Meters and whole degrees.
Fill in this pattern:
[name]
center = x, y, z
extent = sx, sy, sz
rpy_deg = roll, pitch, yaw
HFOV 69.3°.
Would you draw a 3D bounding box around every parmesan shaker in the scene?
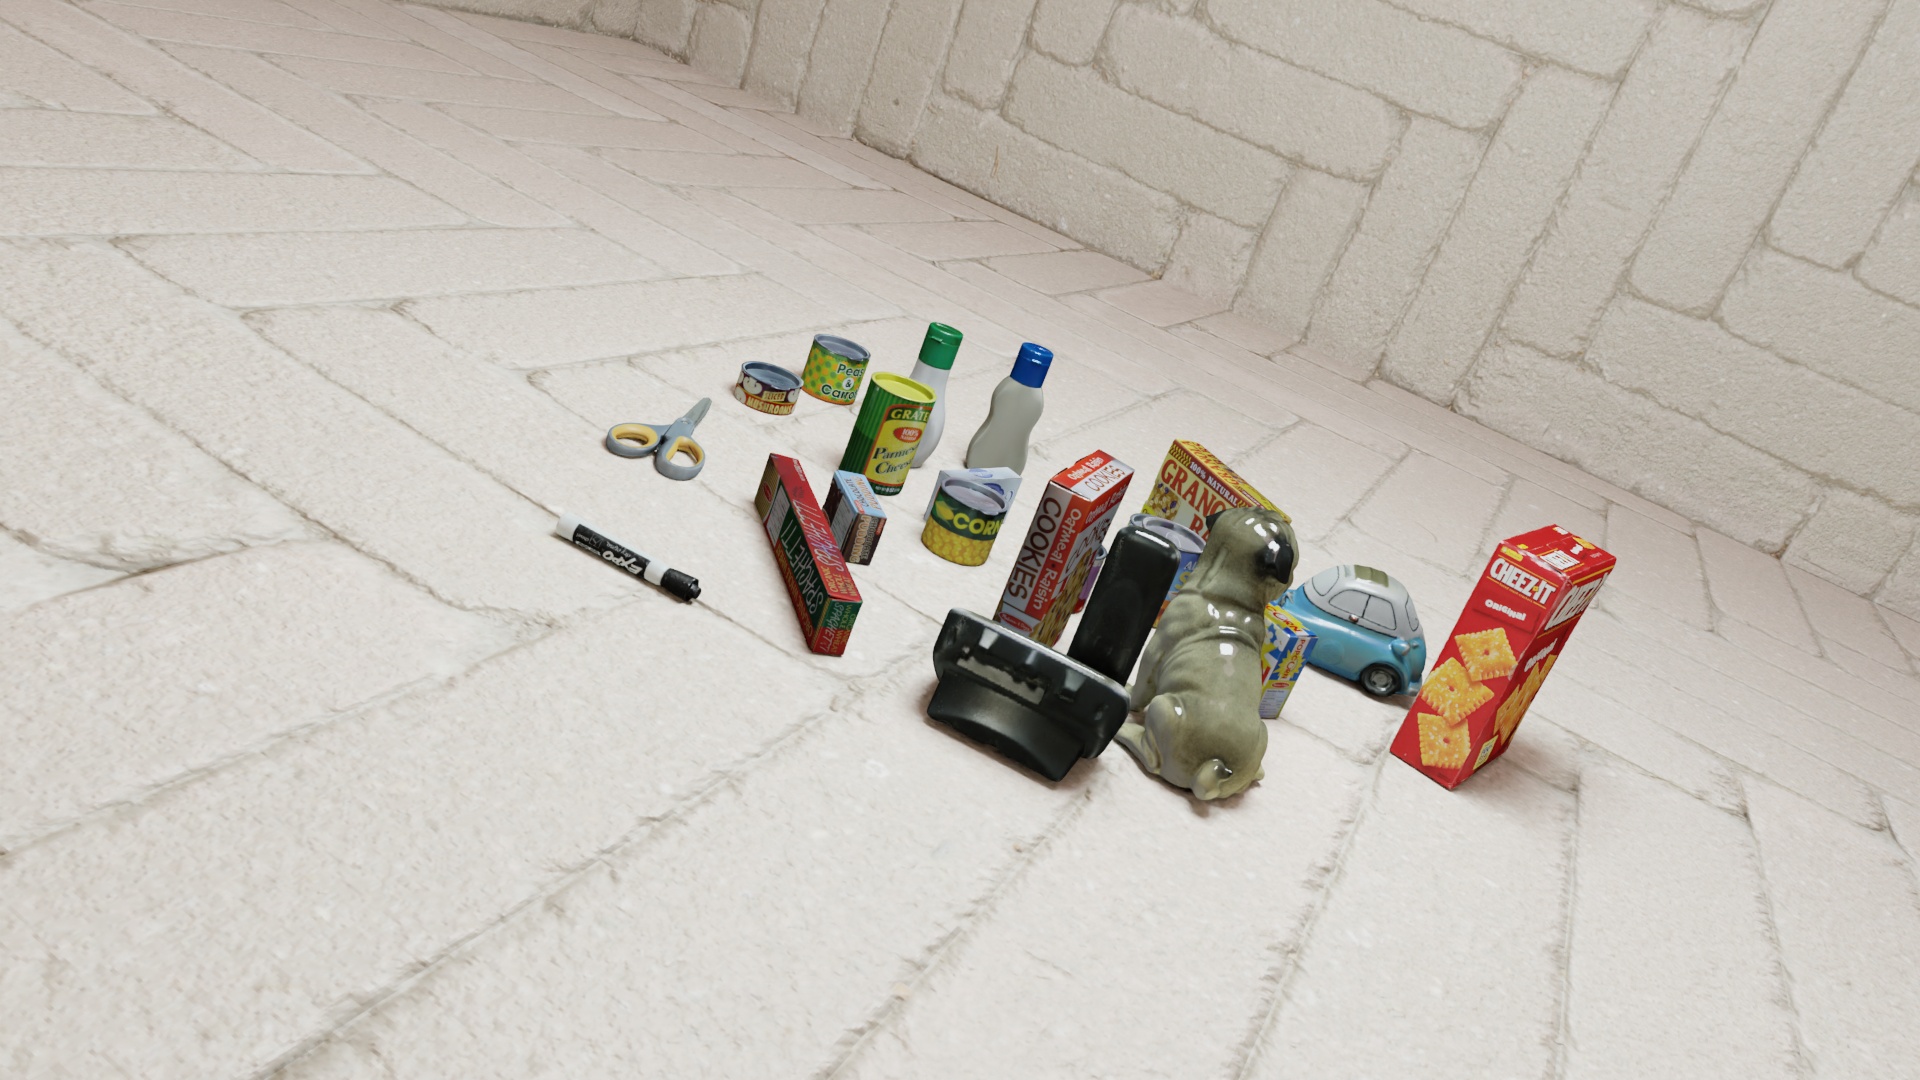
[parmesan shaker]
center = -0.069, -0.103, 1.342
extent = 0.071, 0.102, 0.071
rpy_deg = 18, 22, -7

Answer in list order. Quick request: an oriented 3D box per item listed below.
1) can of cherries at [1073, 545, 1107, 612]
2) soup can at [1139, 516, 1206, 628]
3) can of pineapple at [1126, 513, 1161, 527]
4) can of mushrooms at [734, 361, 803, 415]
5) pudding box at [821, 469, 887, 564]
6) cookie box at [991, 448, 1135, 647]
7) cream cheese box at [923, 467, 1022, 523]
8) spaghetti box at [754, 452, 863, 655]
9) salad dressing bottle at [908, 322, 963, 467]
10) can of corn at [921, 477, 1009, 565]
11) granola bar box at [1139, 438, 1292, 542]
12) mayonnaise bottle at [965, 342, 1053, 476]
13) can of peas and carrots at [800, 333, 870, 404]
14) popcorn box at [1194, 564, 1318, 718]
[can of cherries]
center = 0.089, 0.024, 1.249
extent = 0.071, 0.058, 0.072
rpy_deg = 18, 22, -7
[soup can]
center = 0.186, 0.031, 1.287
extent = 0.071, 0.083, 0.071
rpy_deg = 18, 22, -7
[can of pineapple]
center = 0.186, 0.014, 1.362
extent = 0.071, 0.057, 0.071
rpy_deg = 18, 22, -7
[can of mushrooms]
center = -0.200, -0.158, 1.445
extent = 0.071, 0.033, 0.071
rpy_deg = 18, 22, -7
[pudding box]
center = -0.093, -0.021, 1.200
extent = 0.030, 0.049, 0.084
rpy_deg = 11, 24, -25
[cookie box]
center = 0.075, 0.019, 1.103
extent = 0.040, 0.166, 0.123
rpy_deg = 27, 22, 14
[cream cheese box]
center = 0.012, -0.041, 1.339
extent = 0.024, 0.053, 0.104
rpy_deg = 36, 26, 33
[spaghetti box]
center = -0.125, 0.005, 1.109
extent = 0.029, 0.050, 0.251
rpy_deg = 11, 24, -24
[salad dressing bottle]
center = -0.038, -0.148, 1.417
extent = 0.064, 0.147, 0.044
rpy_deg = 28, 22, 16
[can of corn]
center = 0.005, -0.016, 1.266
extent = 0.071, 0.058, 0.071
rpy_deg = 18, 22, -7
[granola bar box]
center = 0.244, -0.010, 1.381
extent = 0.039, 0.123, 0.166
rpy_deg = 8, 25, -31
[mayonnaise bottle]
center = 0.057, -0.136, 1.474
extent = 0.065, 0.147, 0.041
rpy_deg = 18, 22, -10
[can of peas and carrots]
center = -0.138, -0.189, 1.539
extent = 0.071, 0.058, 0.071
rpy_deg = 18, 22, -7
[popcorn box]
center = 0.241, 0.085, 1.211
extent = 0.038, 0.085, 0.127
rpy_deg = 5, 27, -37
